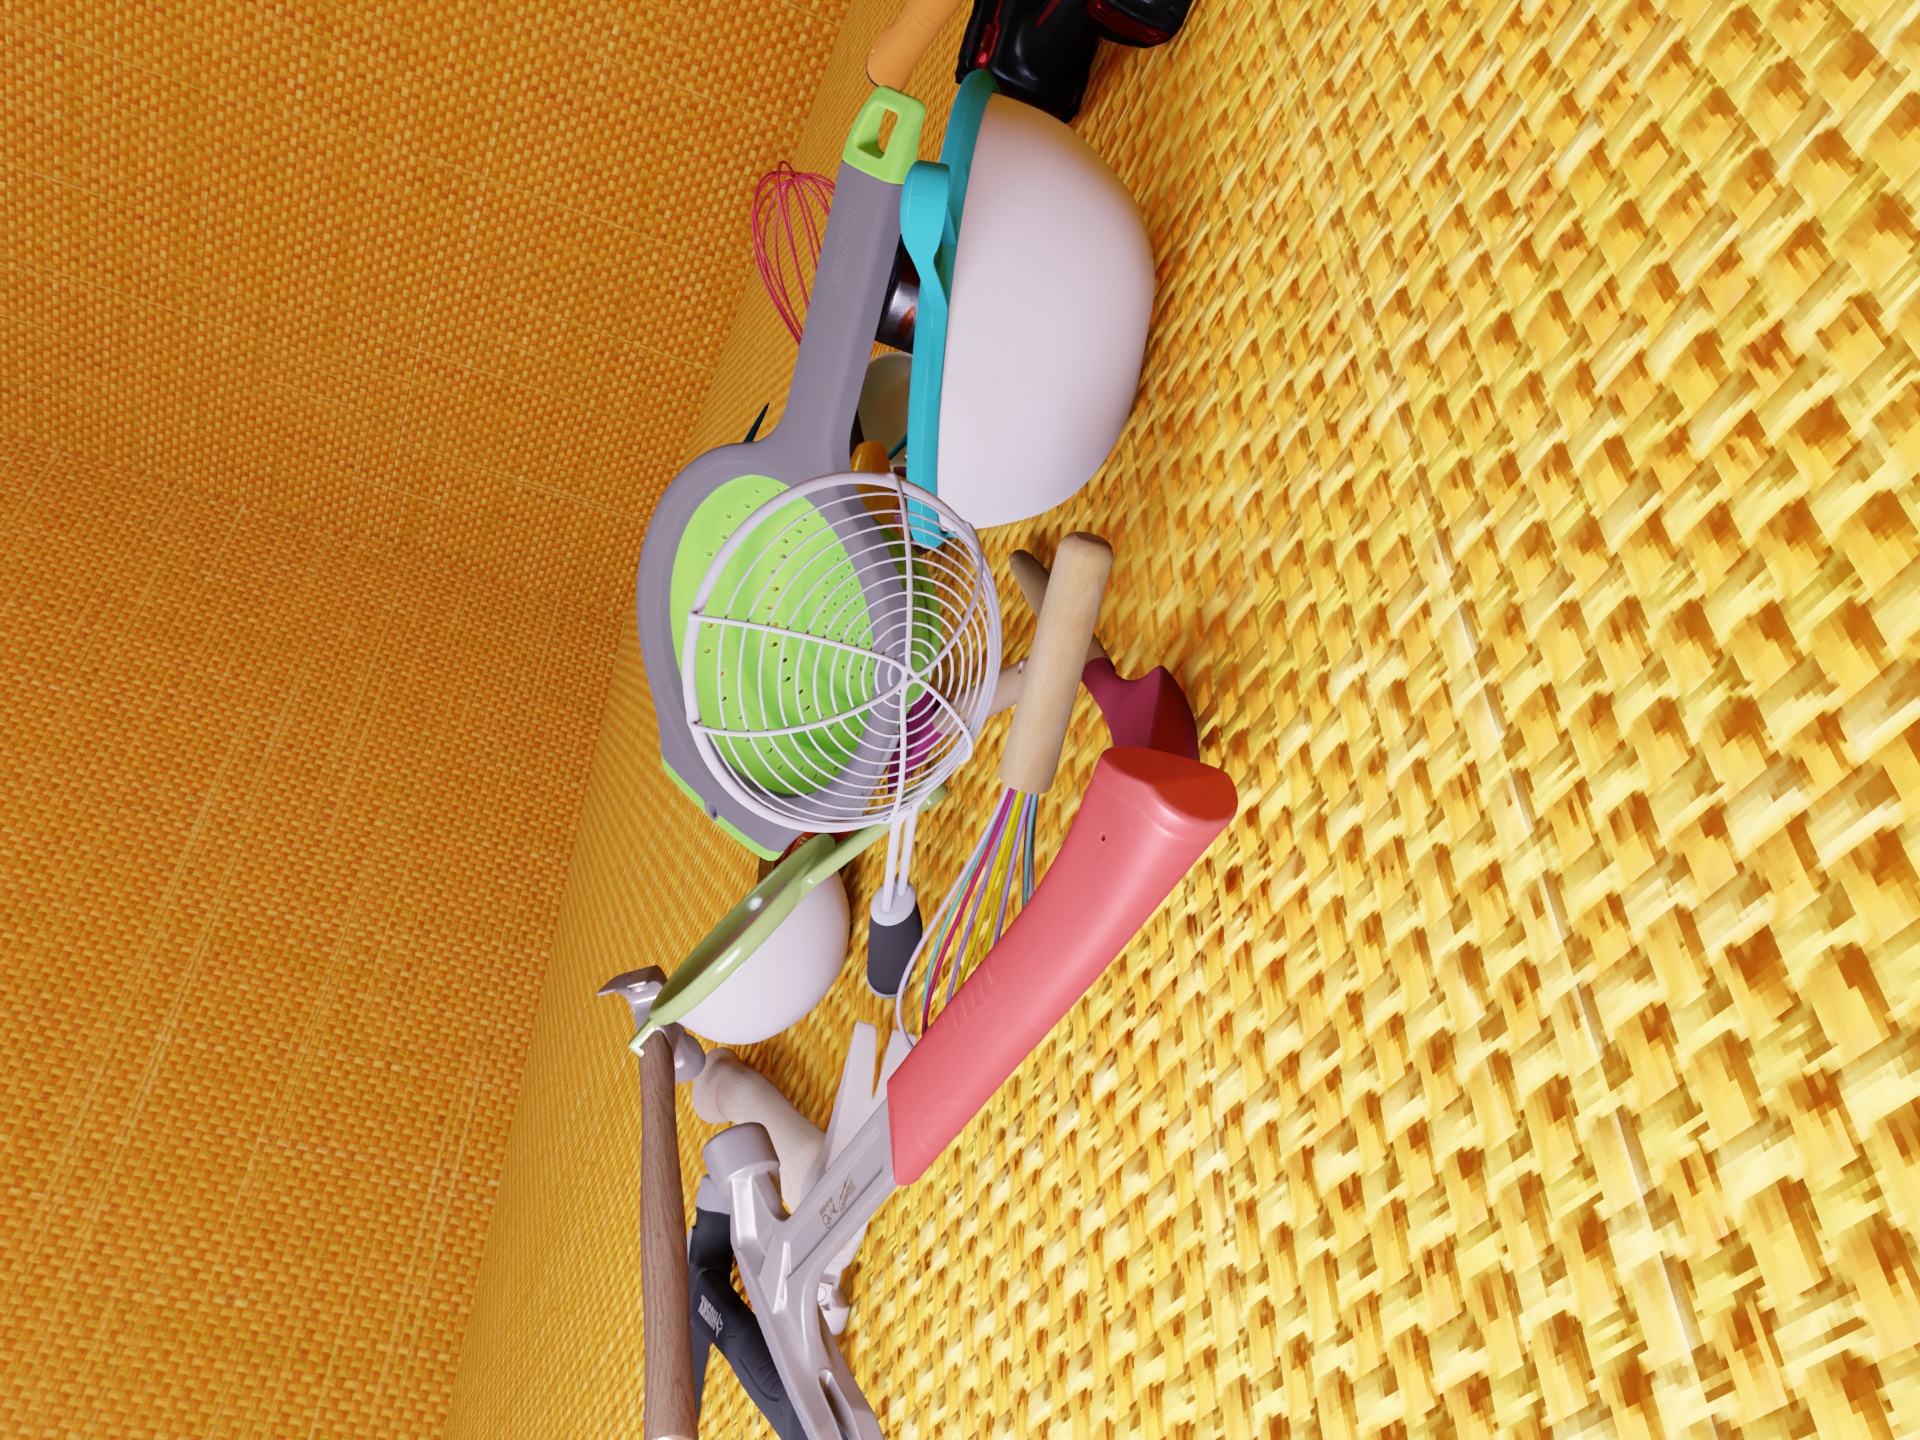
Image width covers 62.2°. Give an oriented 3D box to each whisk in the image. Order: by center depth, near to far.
[{"bbox_3d":[0.020,0.045,0.620,0.051,0.047,0.245,31,117,37],"label":"whisk"},{"bbox_3d":[-0.081,-0.224,1.020,0.073,0.073,0.296,145,116,-65],"label":"whisk"}]

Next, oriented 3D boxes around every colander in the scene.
[{"bbox_3d":[-0.056,-0.119,0.824,0.205,0.094,0.396,37,123,31],"label":"colander"}]

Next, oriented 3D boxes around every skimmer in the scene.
[{"bbox_3d":[-0.045,0.035,0.670,0.127,0.090,0.363,-39,-17,-20],"label":"skimmer"}]

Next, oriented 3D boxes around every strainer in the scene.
[{"bbox_3d":[0.034,-0.172,0.657,0.340,0.095,0.211,-57,-25,-84],"label":"strainer"},{"bbox_3d":[-0.077,0.116,0.921,0.256,0.069,0.151,-38,9,35],"label":"strainer"}]

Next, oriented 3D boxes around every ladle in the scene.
[{"bbox_3d":[0.052,-0.027,0.678,0.316,0.031,0.069,-111,33,-68],"label":"ladle"}]

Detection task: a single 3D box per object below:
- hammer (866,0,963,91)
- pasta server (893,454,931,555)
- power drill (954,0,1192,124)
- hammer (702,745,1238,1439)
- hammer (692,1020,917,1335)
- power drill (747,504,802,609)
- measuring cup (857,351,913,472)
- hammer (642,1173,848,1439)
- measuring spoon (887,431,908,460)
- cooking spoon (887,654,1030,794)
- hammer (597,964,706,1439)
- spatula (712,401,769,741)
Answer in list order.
[{"bbox_3d":[0.019,-0.460,0.925,0.337,0.034,0.127,-22,53,63],"label":"hammer"},{"bbox_3d":[-0.021,-0.173,0.894,0.316,0.040,0.060,96,173,-71],"label":"pasta server"},{"bbox_3d":[0.085,-0.452,0.903,0.227,0.080,0.188,-171,97,-71],"label":"power drill"},{"bbox_3d":[-0.003,0.143,0.591,0.149,0.036,0.359,60,136,28],"label":"hammer"},{"bbox_3d":[-0.111,0.230,0.949,0.411,0.038,0.146,170,117,-72],"label":"hammer"},{"bbox_3d":[-0.116,-0.198,1.232,0.226,0.084,0.185,-79,11,-66],"label":"power drill"},{"bbox_3d":[-0.050,-0.168,1.073,0.038,0.083,0.167,-32,-33,-63],"label":"measuring cup"},{"bbox_3d":[-0.117,0.343,0.862,0.335,0.035,0.146,158,127,-70],"label":"hammer"},{"bbox_3d":[-0.002,-0.195,0.980,0.128,0.021,0.042,-41,12,35],"label":"measuring spoon"},{"bbox_3d":[-0.001,-0.003,0.806,0.319,0.017,0.069,152,136,-75],"label":"cooking spoon"},{"bbox_3d":[-0.176,0.274,0.932,0.332,0.031,0.129,-107,1,-52],"label":"hammer"},{"bbox_3d":[-0.144,-0.078,1.069,0.082,0.044,0.318,-52,41,46],"label":"spatula"}]
